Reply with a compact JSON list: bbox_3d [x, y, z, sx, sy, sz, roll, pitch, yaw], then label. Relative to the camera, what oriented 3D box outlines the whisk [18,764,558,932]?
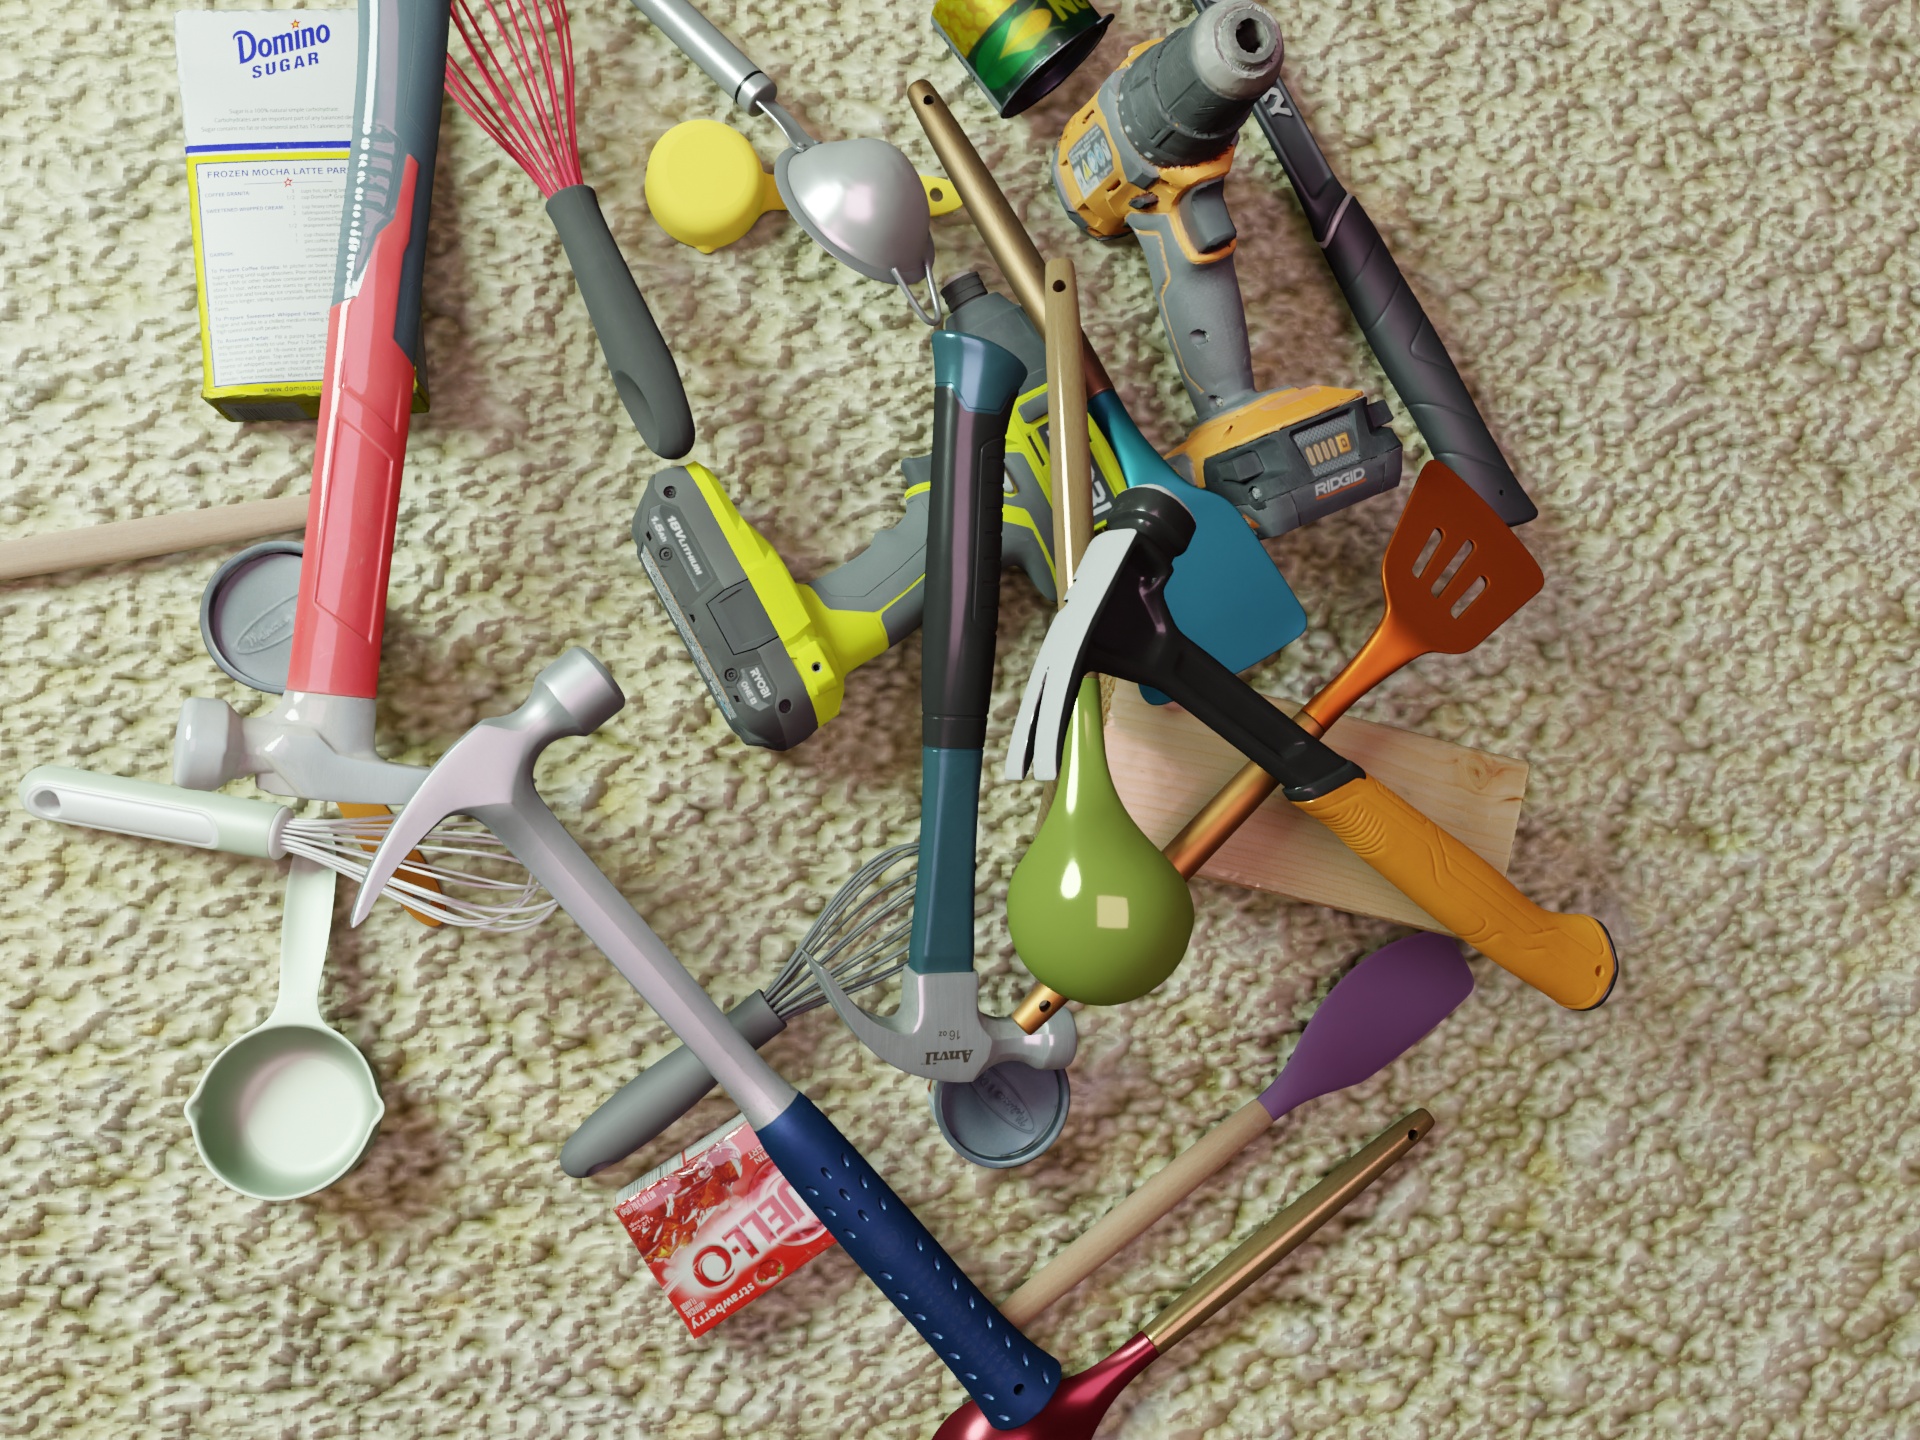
[{"bbox_3d":[-0.294,0.052,0.706,0.246,0.059,0.057,10,114,-1],"label":"whisk"}]

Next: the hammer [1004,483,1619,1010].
[{"bbox_3d":[0.167,0.045,0.672,0.336,0.034,0.127,34,71,-25],"label":"hammer"}]

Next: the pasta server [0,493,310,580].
[{"bbox_3d":[-0.429,-0.071,0.696,0.316,0.040,0.060,-11,80,-11],"label":"pasta server"}]

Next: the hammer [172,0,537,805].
[{"bbox_3d":[-0.232,-0.158,0.671,0.143,0.038,0.386,7,89,-30],"label":"hammer"}]

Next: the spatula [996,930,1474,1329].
[{"bbox_3d":[0.131,0.209,0.796,0.316,0.018,0.059,-37,109,-9],"label":"spatula"}]

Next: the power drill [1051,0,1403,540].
[{"bbox_3d":[0.123,-0.198,0.724,0.084,0.185,0.226,-23,96,-13],"label":"power drill"}]

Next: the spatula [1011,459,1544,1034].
[{"bbox_3d":[0.138,0.018,0.710,0.081,0.041,0.322,45,87,-6],"label":"spatula"}]

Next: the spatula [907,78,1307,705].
[{"bbox_3d":[0.050,-0.162,0.726,0.082,0.044,0.318,-27,76,-2],"label":"spatula"}]

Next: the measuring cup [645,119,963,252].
[{"bbox_3d":[-0.073,-0.259,0.767,0.156,0.029,0.062,-1,89,-9],"label":"measuring cup"}]

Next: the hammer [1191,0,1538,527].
[{"bbox_3d":[0.183,-0.274,0.808,0.149,0.036,0.409,-33,96,-17],"label":"hammer"}]

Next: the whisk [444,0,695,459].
[{"bbox_3d":[-0.182,-0.249,0.711,0.073,0.073,0.296,-23,83,-10],"label":"whisk"}]

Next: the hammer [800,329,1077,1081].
[{"bbox_3d":[-0.001,-0.002,0.705,0.128,0.033,0.331,1,97,-21],"label":"hammer"}]

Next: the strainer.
[{"bbox_3d":[-0.089,-0.287,0.739,0.258,0.050,0.087,45,39,9],"label":"strainer"}]

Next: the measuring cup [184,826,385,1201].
[{"bbox_3d":[-0.297,0.131,0.721,0.083,0.038,0.168,2,71,-9],"label":"measuring cup"}]

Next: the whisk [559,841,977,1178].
[{"bbox_3d":[-0.090,0.136,0.747,0.239,0.055,0.055,-38,95,-5],"label":"whisk"}]

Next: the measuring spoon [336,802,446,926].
[{"bbox_3d":[-0.273,0.046,0.733,0.021,0.011,0.117,-33,94,-9],"label":"measuring spoon"}]

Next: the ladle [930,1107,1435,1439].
[{"bbox_3d":[0.115,0.293,0.789,0.315,0.031,0.069,-35,92,-11],"label":"ladle"}]

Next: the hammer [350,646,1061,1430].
[{"bbox_3d":[-0.093,0.168,0.703,0.144,0.035,0.405,-42,104,-16],"label":"hammer"}]

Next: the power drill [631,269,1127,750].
[{"bbox_3d":[-0.033,-0.099,0.750,0.223,0.080,0.171,-29,93,-13],"label":"power drill"}]

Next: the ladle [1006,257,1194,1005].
[{"bbox_3d":[0.052,-0.040,0.679,0.078,0.062,0.320,-4,80,12],"label":"ladle"}]
